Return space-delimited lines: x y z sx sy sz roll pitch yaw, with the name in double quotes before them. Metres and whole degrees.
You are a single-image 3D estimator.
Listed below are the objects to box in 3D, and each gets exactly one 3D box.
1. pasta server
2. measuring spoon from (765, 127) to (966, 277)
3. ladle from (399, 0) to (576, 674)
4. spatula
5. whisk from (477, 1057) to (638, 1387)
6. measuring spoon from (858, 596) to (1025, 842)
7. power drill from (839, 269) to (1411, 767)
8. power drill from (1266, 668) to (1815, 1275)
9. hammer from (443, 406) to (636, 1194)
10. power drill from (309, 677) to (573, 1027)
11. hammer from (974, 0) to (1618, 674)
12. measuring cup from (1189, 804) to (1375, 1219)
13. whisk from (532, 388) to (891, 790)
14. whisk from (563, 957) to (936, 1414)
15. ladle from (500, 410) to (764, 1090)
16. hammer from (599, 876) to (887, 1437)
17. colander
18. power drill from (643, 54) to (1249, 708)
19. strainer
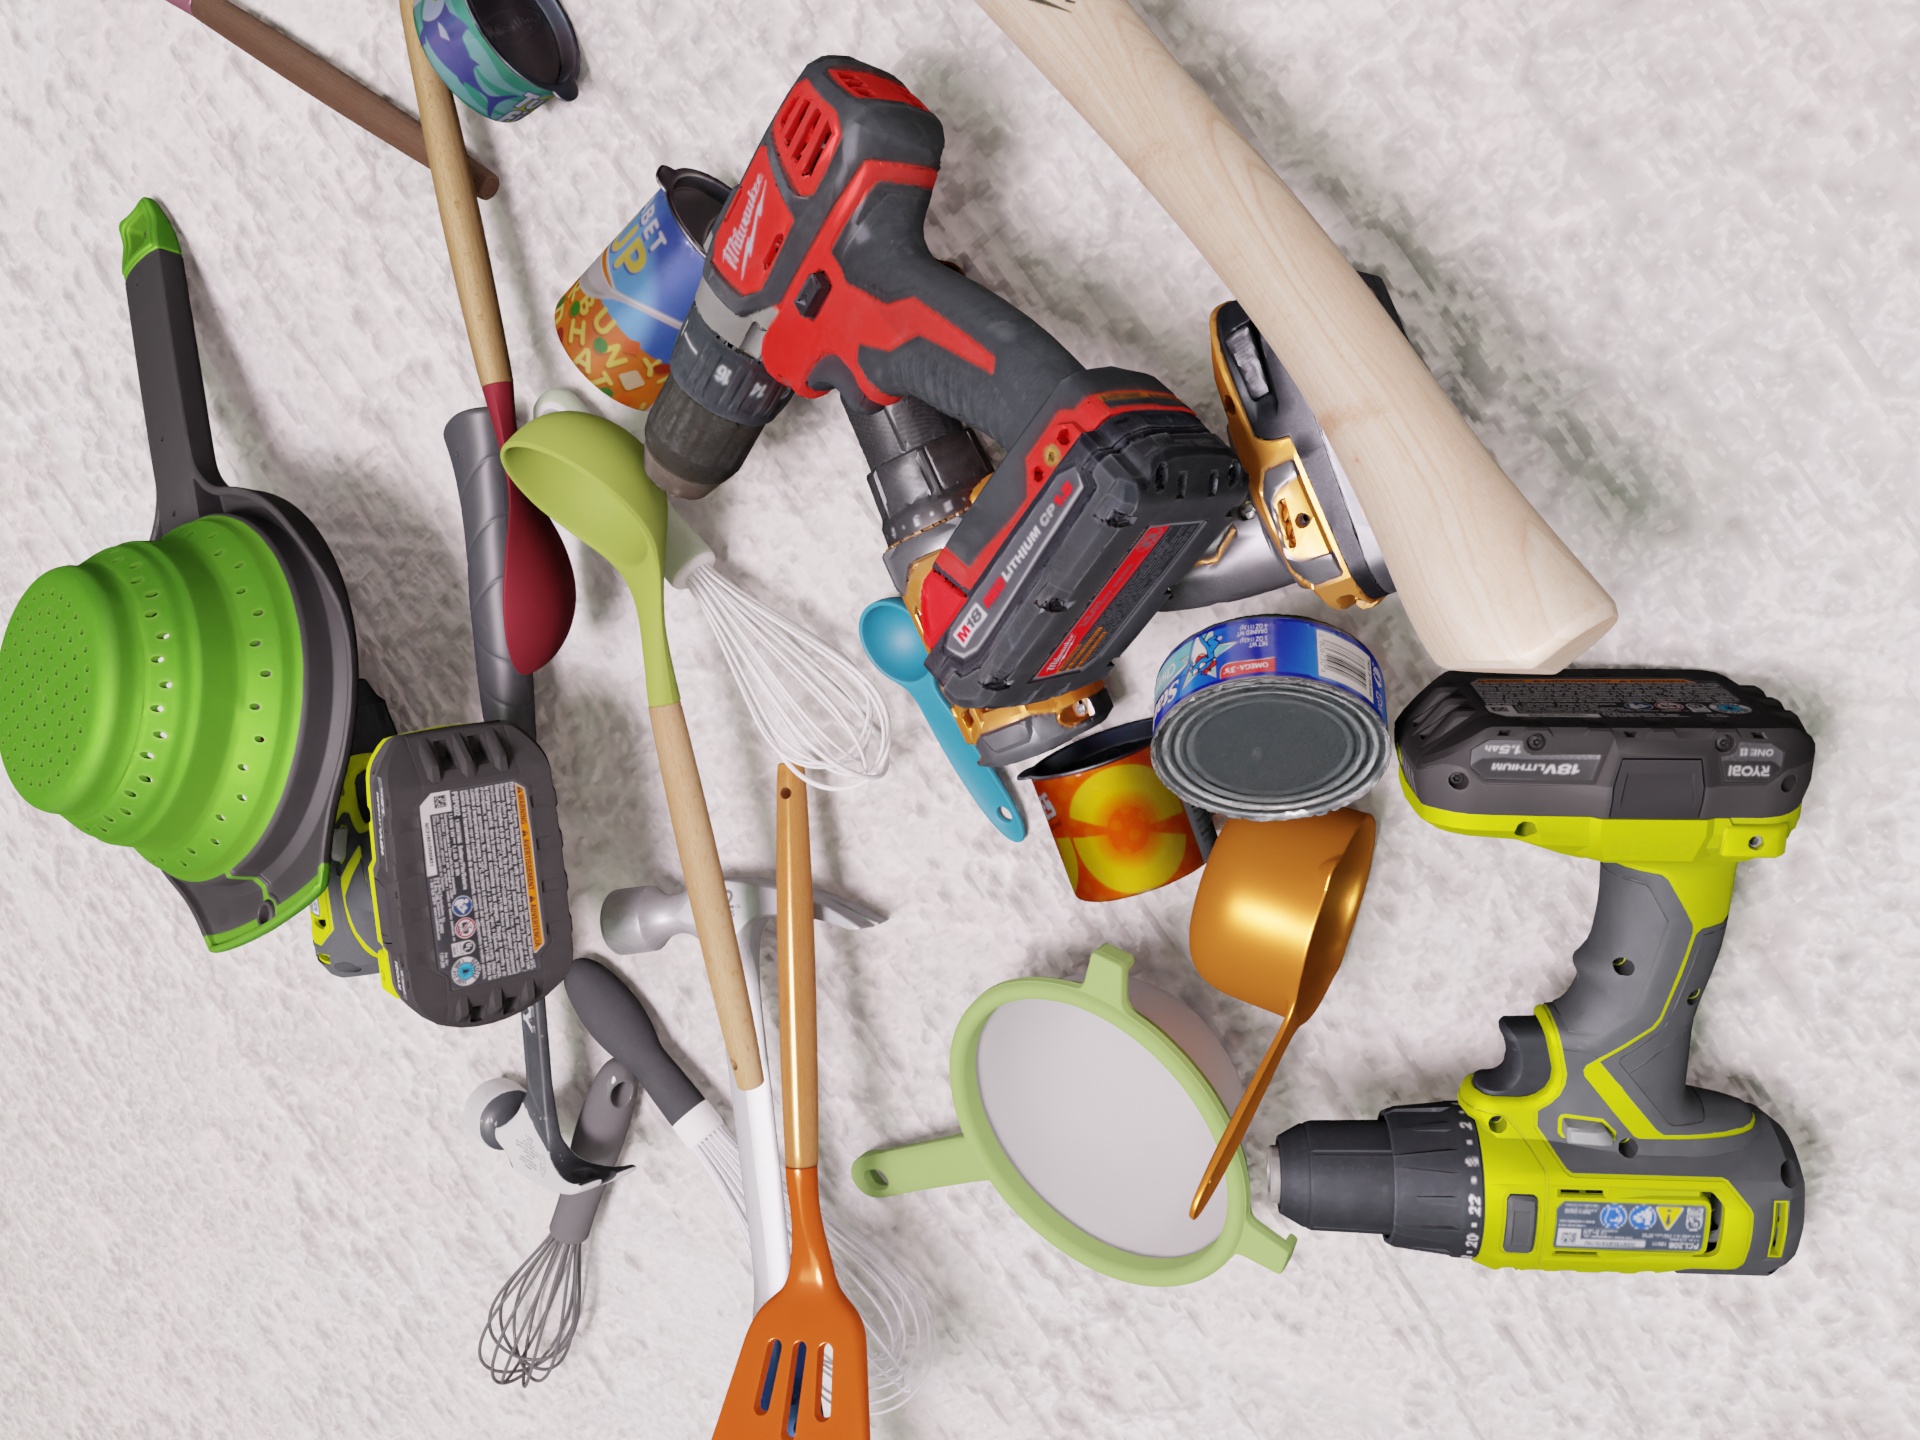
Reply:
"pasta server" -0.350 -0.330 0.764 0.316 0.040 0.060 34 130 11
"measuring spoon" -0.040 -0.214 0.671 0.117 0.011 0.021 43 120 11
"ladle" -0.217 -0.178 0.724 0.031 0.069 0.315 -11 95 3
"spatula" -0.076 0.180 0.726 0.081 0.041 0.322 -3 87 20
"whisk" -0.223 0.285 0.897 0.055 0.055 0.239 27 112 15
"measuring spoon" -0.001 -0.002 0.718 0.042 0.021 0.128 -19 107 47
"power drill" 0.062 -0.098 0.621 0.226 0.084 0.185 -22 94 34
"power drill" 0.213 0.101 0.590 0.190 0.080 0.228 0 107 6
"hammer" -0.224 0.049 0.806 0.149 0.036 0.409 14 110 50
"power drill" -0.277 0.055 0.787 0.223 0.080 0.171 7 104 53
"hammer" 0.085 -0.191 0.527 0.146 0.038 0.411 -42 67 27
"measuring cup" 0.107 0.105 0.621 0.052 0.174 0.095 20 157 25
"whisk" -0.117 -0.064 0.734 0.246 0.059 0.057 48 114 11
"whisk" -0.117 0.236 0.826 0.285 0.070 0.070 49 120 9
"ladle" -0.137 0.021 0.710 0.078 0.062 0.320 4 109 52
"hammer" -0.085 0.276 0.768 0.144 0.035 0.405 -9 86 20
"colander" -0.399 -0.087 0.758 0.204 0.094 0.397 -27 72 32
"power drill" -0.026 -0.106 0.591 0.227 0.080 0.187 50 125 20
"strainer" 0.041 0.183 0.737 0.256 0.069 0.151 -28 93 47
